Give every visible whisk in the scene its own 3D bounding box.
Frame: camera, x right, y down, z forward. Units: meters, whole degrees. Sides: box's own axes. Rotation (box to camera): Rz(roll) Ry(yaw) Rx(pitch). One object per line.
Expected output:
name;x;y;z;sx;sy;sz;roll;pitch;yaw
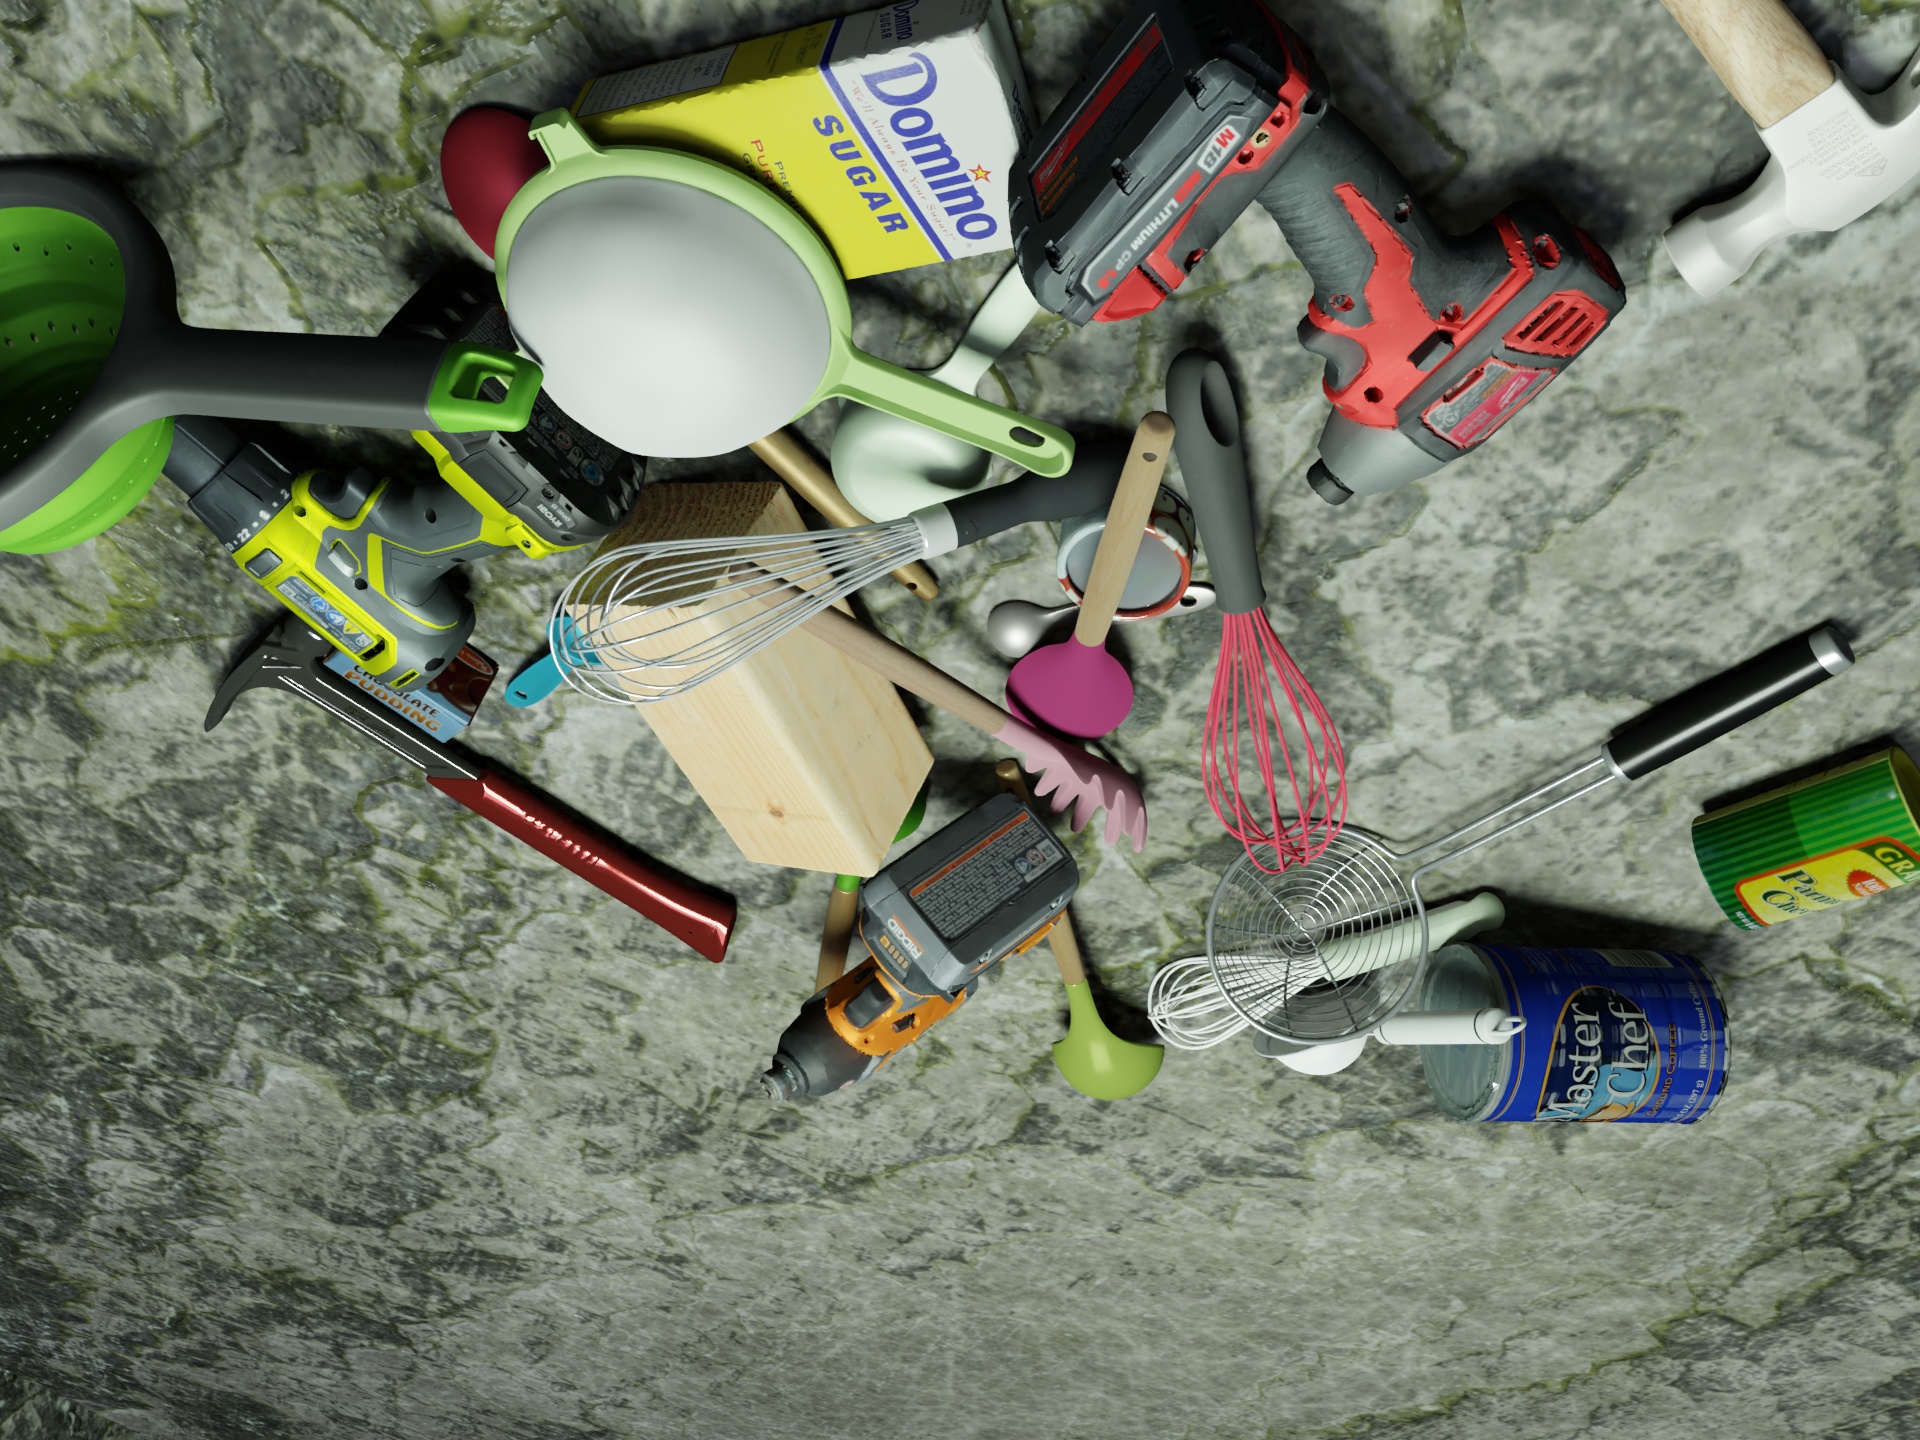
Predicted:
whisk;0.137;-0.041;0.758;0.073;0.073;0.295;-5;126;19
whisk;-0.042;-0.073;0.703;0.284;0.070;0.070;-20;141;-16
whisk;0.222;0.153;0.997;0.246;0.059;0.057;-25;164;30

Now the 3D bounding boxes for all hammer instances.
hammer;0.211;-0.281;0.514;0.331;0.031;0.130;35;134;-24
hammer;-0.295;0.058;1.020;0.358;0.037;0.149;37;133;-26

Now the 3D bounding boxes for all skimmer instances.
skimmer;0.287;0.061;0.838;0.363;0.090;0.127;-37;87;39

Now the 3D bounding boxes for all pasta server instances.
pasta server;-0.001;-0.003;0.825;0.060;0.040;0.316;11;166;48

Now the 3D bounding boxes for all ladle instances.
ladle;0.070;0.139;1.027;0.078;0.062;0.319;-2;130;20
ladle;-0.115;-0.154;0.744;0.069;0.031;0.315;-21;131;36

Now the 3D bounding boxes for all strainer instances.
strainer;0.252;0.186;0.949;0.050;0.087;0.258;61;158;1
strainer;-0.074;-0.135;0.658;0.256;0.069;0.151;19;144;-11

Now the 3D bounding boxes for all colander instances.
colander;-0.353;-0.134;0.700;0.397;0.205;0.094;6;156;14

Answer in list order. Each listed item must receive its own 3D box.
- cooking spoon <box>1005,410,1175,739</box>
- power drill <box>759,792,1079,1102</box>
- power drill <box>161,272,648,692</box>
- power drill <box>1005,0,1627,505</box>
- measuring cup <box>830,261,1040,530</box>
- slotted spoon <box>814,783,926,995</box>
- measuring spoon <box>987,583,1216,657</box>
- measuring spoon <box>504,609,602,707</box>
cooking spoon;0.065;-0.052;0.756;0.069;0.017;0.318;12;156;1
power drill;-0.035;0.150;0.953;0.084;0.164;0.226;49;144;12
power drill;-0.284;-0.121;0.784;0.228;0.080;0.190;-23;123;36
power drill;0.132;-0.167;0.604;0.219;0.079;0.143;22;131;-29
measuring cup;-0.002;-0.145;0.714;0.083;0.038;0.167;26;139;-16
slotted spoon;-0.075;0.121;1.045;0.070;0.031;0.313;13;141;-2
measuring spoon;0.071;-0.051;0.819;0.124;0.018;0.034;-9;135;22
measuring spoon;-0.232;-0.037;0.916;0.042;0.021;0.128;33;144;-23
